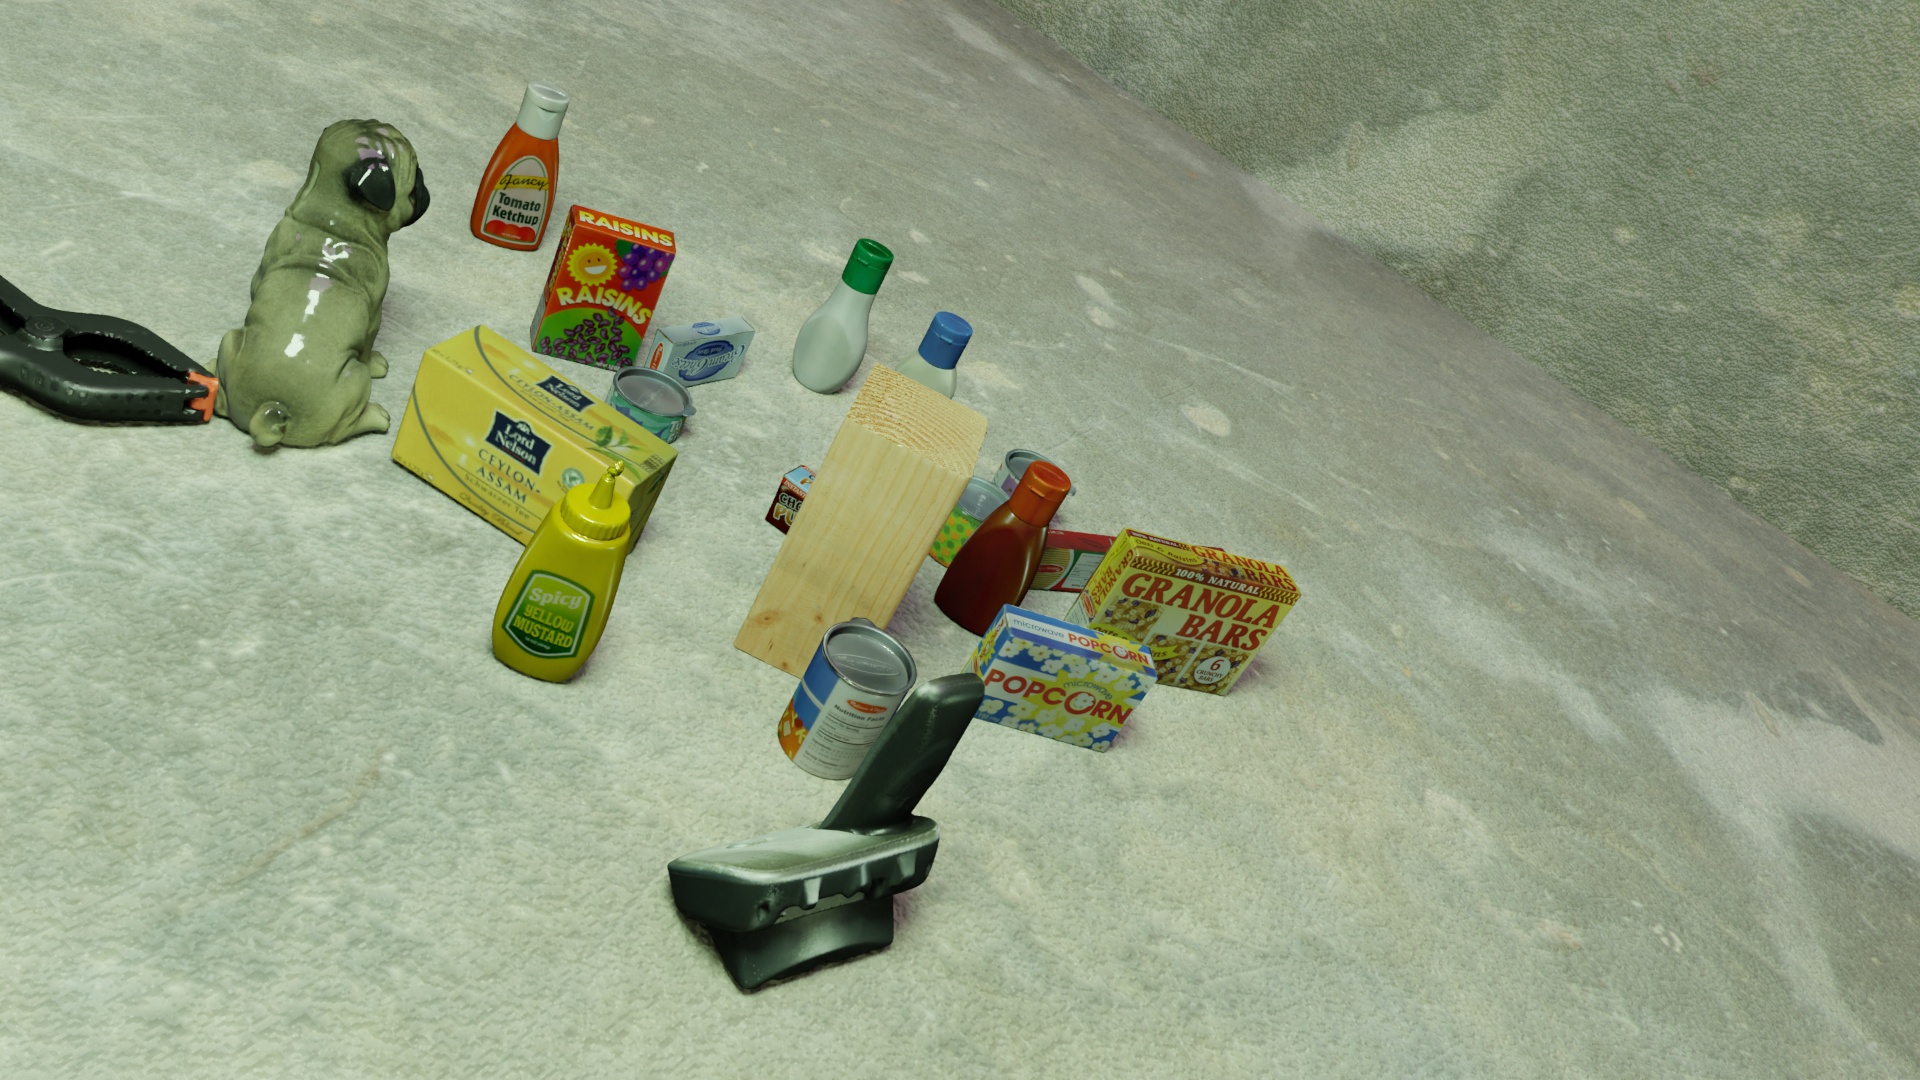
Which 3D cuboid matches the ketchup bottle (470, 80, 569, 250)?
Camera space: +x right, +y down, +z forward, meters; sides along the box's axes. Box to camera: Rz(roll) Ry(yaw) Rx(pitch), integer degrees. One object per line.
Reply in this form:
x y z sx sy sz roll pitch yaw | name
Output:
-0.384 -0.331 1.226 0.065 0.148 0.044 9 37 -31 | ketchup bottle

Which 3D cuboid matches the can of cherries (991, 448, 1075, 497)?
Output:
0.060 -0.039 1.258 0.071 0.058 0.072 21 32 -14 | can of cherries

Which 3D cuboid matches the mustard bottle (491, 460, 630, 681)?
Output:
-0.234 0.014 0.838 0.065 0.159 0.049 23 31 -12 | mustard bottle

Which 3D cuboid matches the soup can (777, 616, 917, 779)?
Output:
-0.076 0.104 0.914 0.071 0.083 0.072 21 32 -14 | soup can

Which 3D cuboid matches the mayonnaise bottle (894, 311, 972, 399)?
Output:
-0.036 -0.132 1.227 0.065 0.147 0.041 27 31 -5 | mayonnaise bottle

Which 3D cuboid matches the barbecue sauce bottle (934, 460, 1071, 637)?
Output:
0.037 0.005 1.088 0.065 0.147 0.044 35 31 8 | barbecue sauce bottle

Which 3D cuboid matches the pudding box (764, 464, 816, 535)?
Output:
-0.107 -0.016 1.095 0.084 0.049 0.030 36 31 10 | pudding box

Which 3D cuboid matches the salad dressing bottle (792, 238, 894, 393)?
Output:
-0.106 -0.206 1.276 0.064 0.147 0.044 35 31 8 | salad dressing bottle

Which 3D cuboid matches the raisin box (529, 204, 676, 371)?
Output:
-0.294 -0.205 1.143 0.086 0.122 0.040 12 35 -27 | raisin box

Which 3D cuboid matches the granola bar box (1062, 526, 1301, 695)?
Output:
0.178 0.061 1.147 0.166 0.123 0.039 13 35 -26 | granola bar box

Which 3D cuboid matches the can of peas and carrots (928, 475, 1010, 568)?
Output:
0.004 -0.015 1.177 0.071 0.058 0.071 21 32 -14 | can of peas and carrots

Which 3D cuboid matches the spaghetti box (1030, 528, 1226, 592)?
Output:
0.144 0.024 1.245 0.250 0.050 0.029 6 38 -34 | spaghetti box

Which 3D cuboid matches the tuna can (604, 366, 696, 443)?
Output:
-0.251 -0.108 1.125 0.071 0.032 0.071 21 32 -14 | tuna can

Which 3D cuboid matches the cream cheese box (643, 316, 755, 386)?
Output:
-0.227 -0.162 1.203 0.024 0.053 0.104 41 33 18 | cream cheese box

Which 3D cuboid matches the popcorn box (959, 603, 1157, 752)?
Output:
0.071 0.103 1.035 0.127 0.084 0.038 18 33 -20 | popcorn box
